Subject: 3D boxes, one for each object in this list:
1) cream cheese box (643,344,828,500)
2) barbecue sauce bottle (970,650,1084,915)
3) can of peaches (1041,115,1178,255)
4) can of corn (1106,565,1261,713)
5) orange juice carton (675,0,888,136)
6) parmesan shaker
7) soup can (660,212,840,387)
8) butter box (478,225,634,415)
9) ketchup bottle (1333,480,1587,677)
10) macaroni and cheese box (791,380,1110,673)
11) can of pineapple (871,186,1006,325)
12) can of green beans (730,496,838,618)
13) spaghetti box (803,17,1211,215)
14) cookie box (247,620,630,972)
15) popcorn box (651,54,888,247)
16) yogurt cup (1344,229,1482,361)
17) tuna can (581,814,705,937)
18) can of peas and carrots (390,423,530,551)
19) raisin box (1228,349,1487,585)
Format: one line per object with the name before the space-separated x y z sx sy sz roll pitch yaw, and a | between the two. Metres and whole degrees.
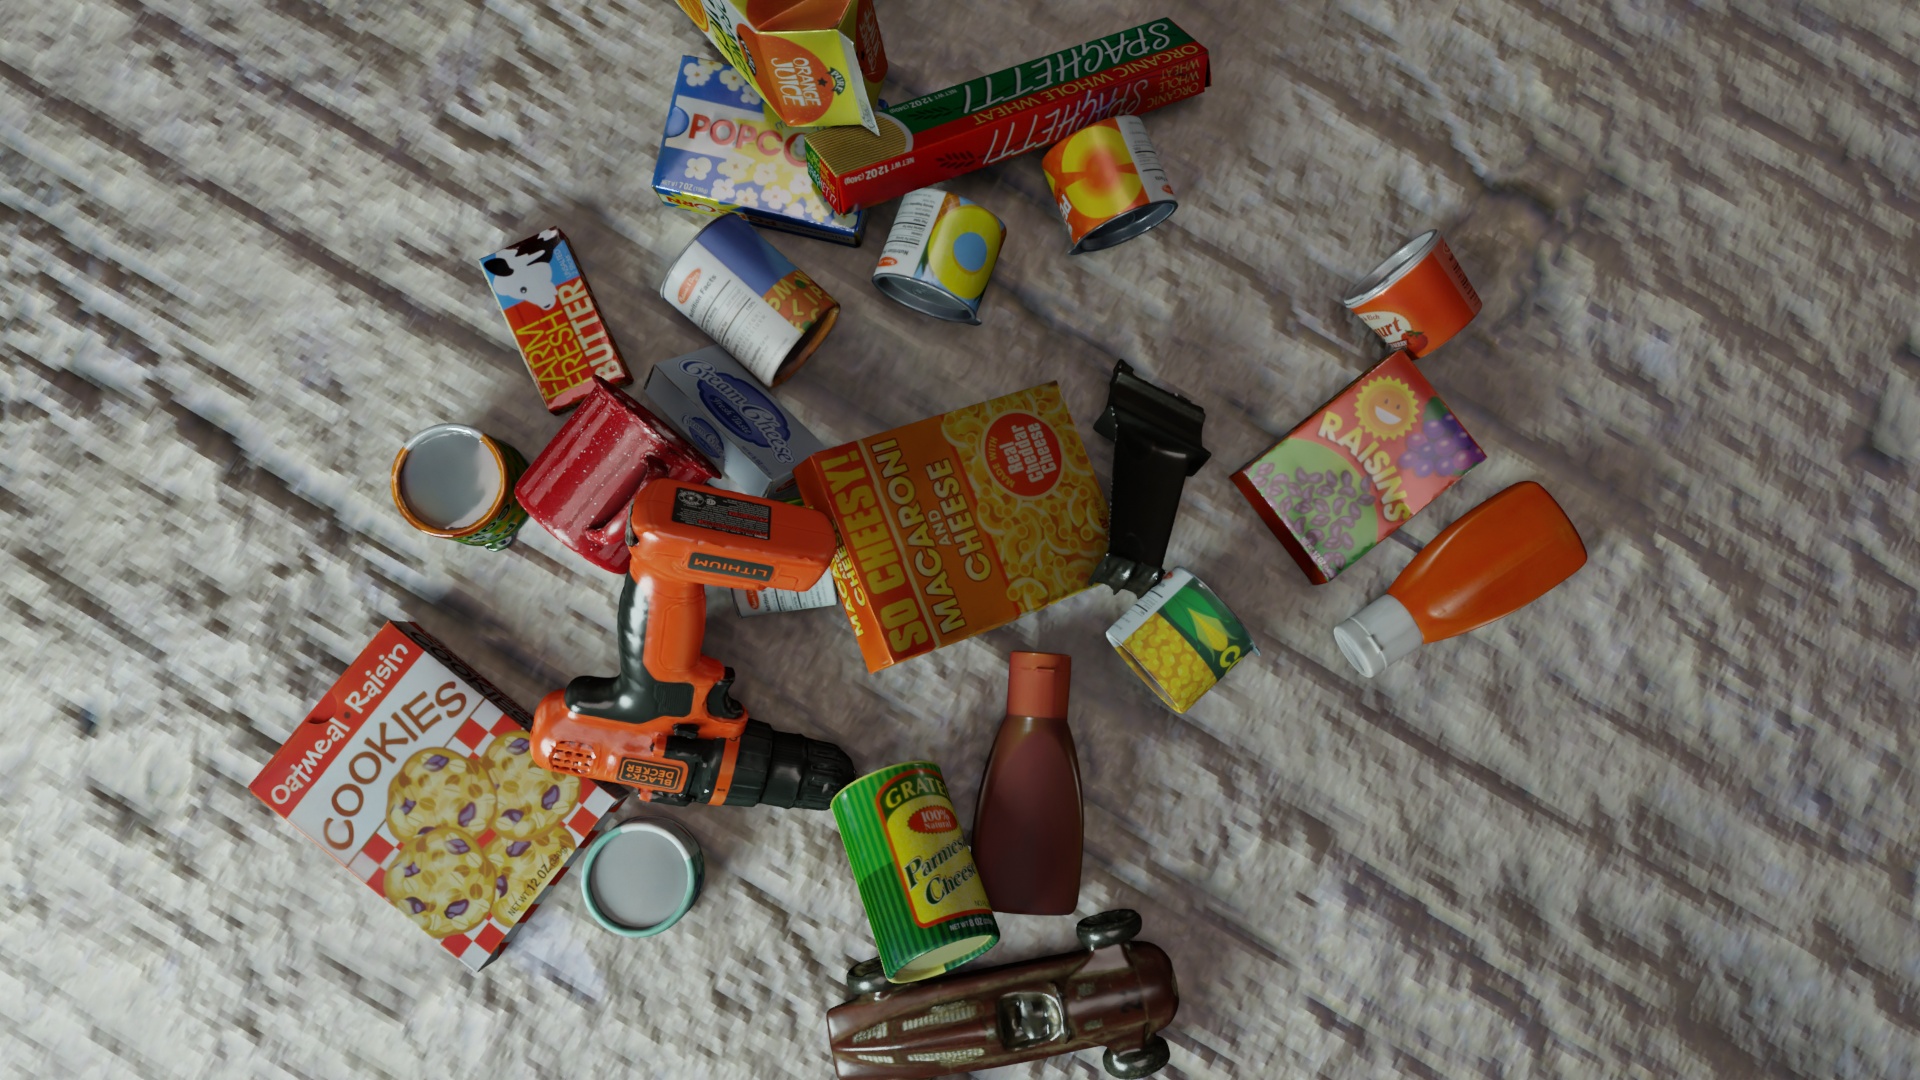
cream cheese box | -0.129 -0.069 0.808 0.104 0.024 0.053 43 40 14
barbecue sauce bottle | 0.042 0.139 0.808 0.065 0.043 0.148 5 84 -7
can of peaches | 0.087 -0.212 0.832 0.071 0.071 0.058 -21 86 -4
can of corn | 0.129 0.060 0.807 0.058 0.071 0.071 -42 88 -4
orange juice carton | -0.105 -0.309 0.793 0.073 0.071 0.193 -34 63 -10
parmesan shaker | -0.023 0.184 0.774 0.071 0.071 0.103 -21 62 -4
soup can | -0.121 -0.142 0.819 0.084 0.071 0.071 41 85 1
butter box | -0.242 -0.131 0.832 0.053 0.024 0.103 -26 86 -4
ketchup bottle | 0.294 0.027 0.827 0.149 0.043 0.065 -32 86 -4
macaroni and cheese box | 0.003 -0.010 0.790 0.167 0.040 0.123 -19 85 -29
can of pineapple | -0.011 -0.168 0.825 0.071 0.071 0.058 21 85 0
can of green beans | -0.103 0.009 0.803 0.058 0.071 0.071 -8 85 -3
spaghetti box | 0.031 -0.253 0.819 0.251 0.028 0.050 -23 52 -15
cookie box | -0.297 0.144 0.796 0.167 0.040 0.123 38 85 2
popcorn box | -0.113 -0.234 0.840 0.127 0.038 0.085 12 86 -1
yogurt cup | 0.274 -0.145 0.834 0.072 0.072 0.054 -42 96 -5
tuna can | -0.184 0.195 0.799 0.071 0.033 0.071 0 84 -2
can of peas and carrots | -0.286 -0.029 0.804 0.071 0.058 0.071 0 85 -1
raisin box | 0.238 -0.043 0.835 0.123 0.040 0.086 -38 86 -4
